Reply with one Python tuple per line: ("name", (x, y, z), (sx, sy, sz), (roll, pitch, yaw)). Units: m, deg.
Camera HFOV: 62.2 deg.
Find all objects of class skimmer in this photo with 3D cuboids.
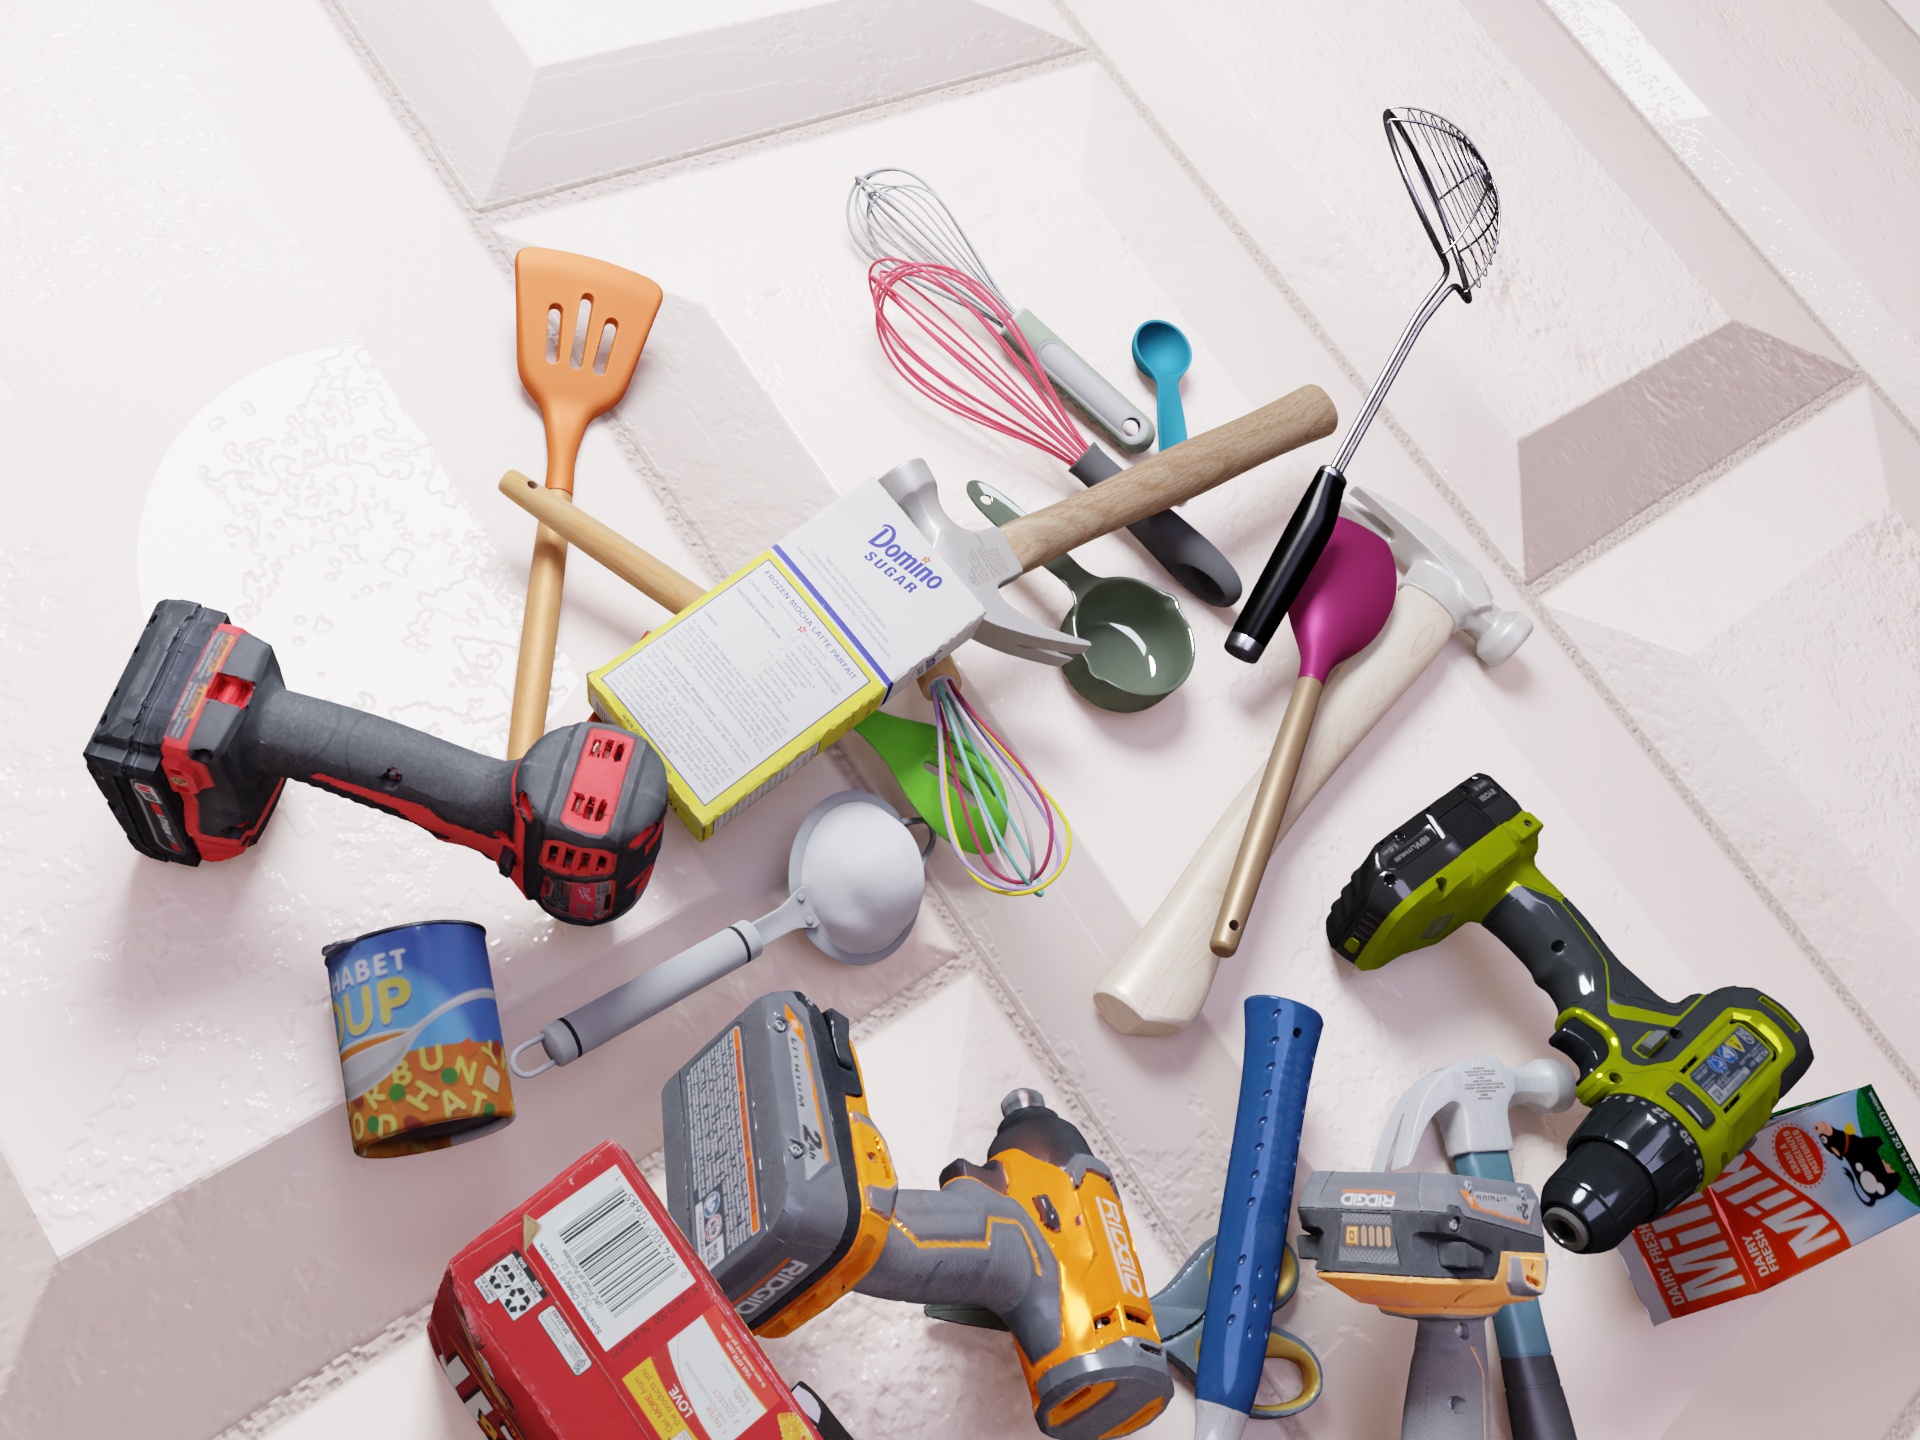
("skimmer", (0.228, -0.203, 0.960), (0.127, 0.090, 0.363), (36, 80, -46))

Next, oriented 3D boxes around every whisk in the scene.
("whisk", (0.001, -0.003, 0.806), (0.051, 0.047, 0.245), (33, 24, -41))
("whisk", (0.027, -0.252, 0.985), (0.246, 0.059, 0.058), (41, 95, -3))
("whisk", (0.058, -0.171, 0.949), (0.296, 0.073, 0.073), (42, 57, -4))

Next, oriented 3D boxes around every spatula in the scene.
("spatula", (-0.207, -0.099, 0.813), (0.081, 0.041, 0.323), (11, 62, -22))

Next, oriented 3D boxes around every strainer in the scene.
("strainer", (-0.093, 0.101, 0.739), (0.258, 0.050, 0.087), (-27, 101, -36))

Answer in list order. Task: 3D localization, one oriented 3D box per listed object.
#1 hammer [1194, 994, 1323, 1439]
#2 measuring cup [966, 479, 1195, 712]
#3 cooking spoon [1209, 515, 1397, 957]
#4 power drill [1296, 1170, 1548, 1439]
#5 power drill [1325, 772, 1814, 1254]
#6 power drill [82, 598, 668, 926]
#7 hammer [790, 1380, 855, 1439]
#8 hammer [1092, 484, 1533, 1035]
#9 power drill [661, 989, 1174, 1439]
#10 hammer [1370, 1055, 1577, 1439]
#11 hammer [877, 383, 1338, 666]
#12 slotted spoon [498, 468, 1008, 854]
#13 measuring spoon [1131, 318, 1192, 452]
("hammer", (0.121, 0.323, 0.718), (0.144, 0.035, 0.406), (22, 63, -11))
("measuring cup", (0.060, -0.072, 0.912), (0.167, 0.038, 0.083), (44, 57, 6))
("cooking spoon", (0.192, -0.001, 0.898), (0.069, 0.017, 0.319), (27, 57, -2))
("power drill", (0.196, 0.316, 0.695), (0.185, 0.084, 0.226), (22, 65, -45))
("power drill", (0.308, 0.152, 0.838), (0.190, 0.080, 0.229), (-28, 61, -31))
("power drill", (-0.237, 0.033, 0.681), (0.219, 0.143, 0.079), (15, 61, -7))
("hammer", (0.039, 0.276, 0.531), (0.149, 0.359, 0.037), (45, 56, 1))
("hammer", (0.192, 0.018, 0.920), (0.146, 0.038, 0.411), (42, 57, 4))
("power drill", (-0.014, 0.199, 0.674), (0.226, 0.084, 0.164), (32, 26, -32))
("hammer", (0.289, 0.335, 0.799), (0.128, 0.033, 0.331), (5, 63, -21))
("hammer", (0.108, -0.131, 0.911), (0.331, 0.031, 0.130), (-27, 87, -34))
("slotted spoon", (-0.099, -0.033, 0.811), (0.313, 0.031, 0.070), (34, 37, -8))
("measuring spoon", (0.130, -0.195, 1.019), (0.042, 0.021, 0.129), (3, 72, -22))
